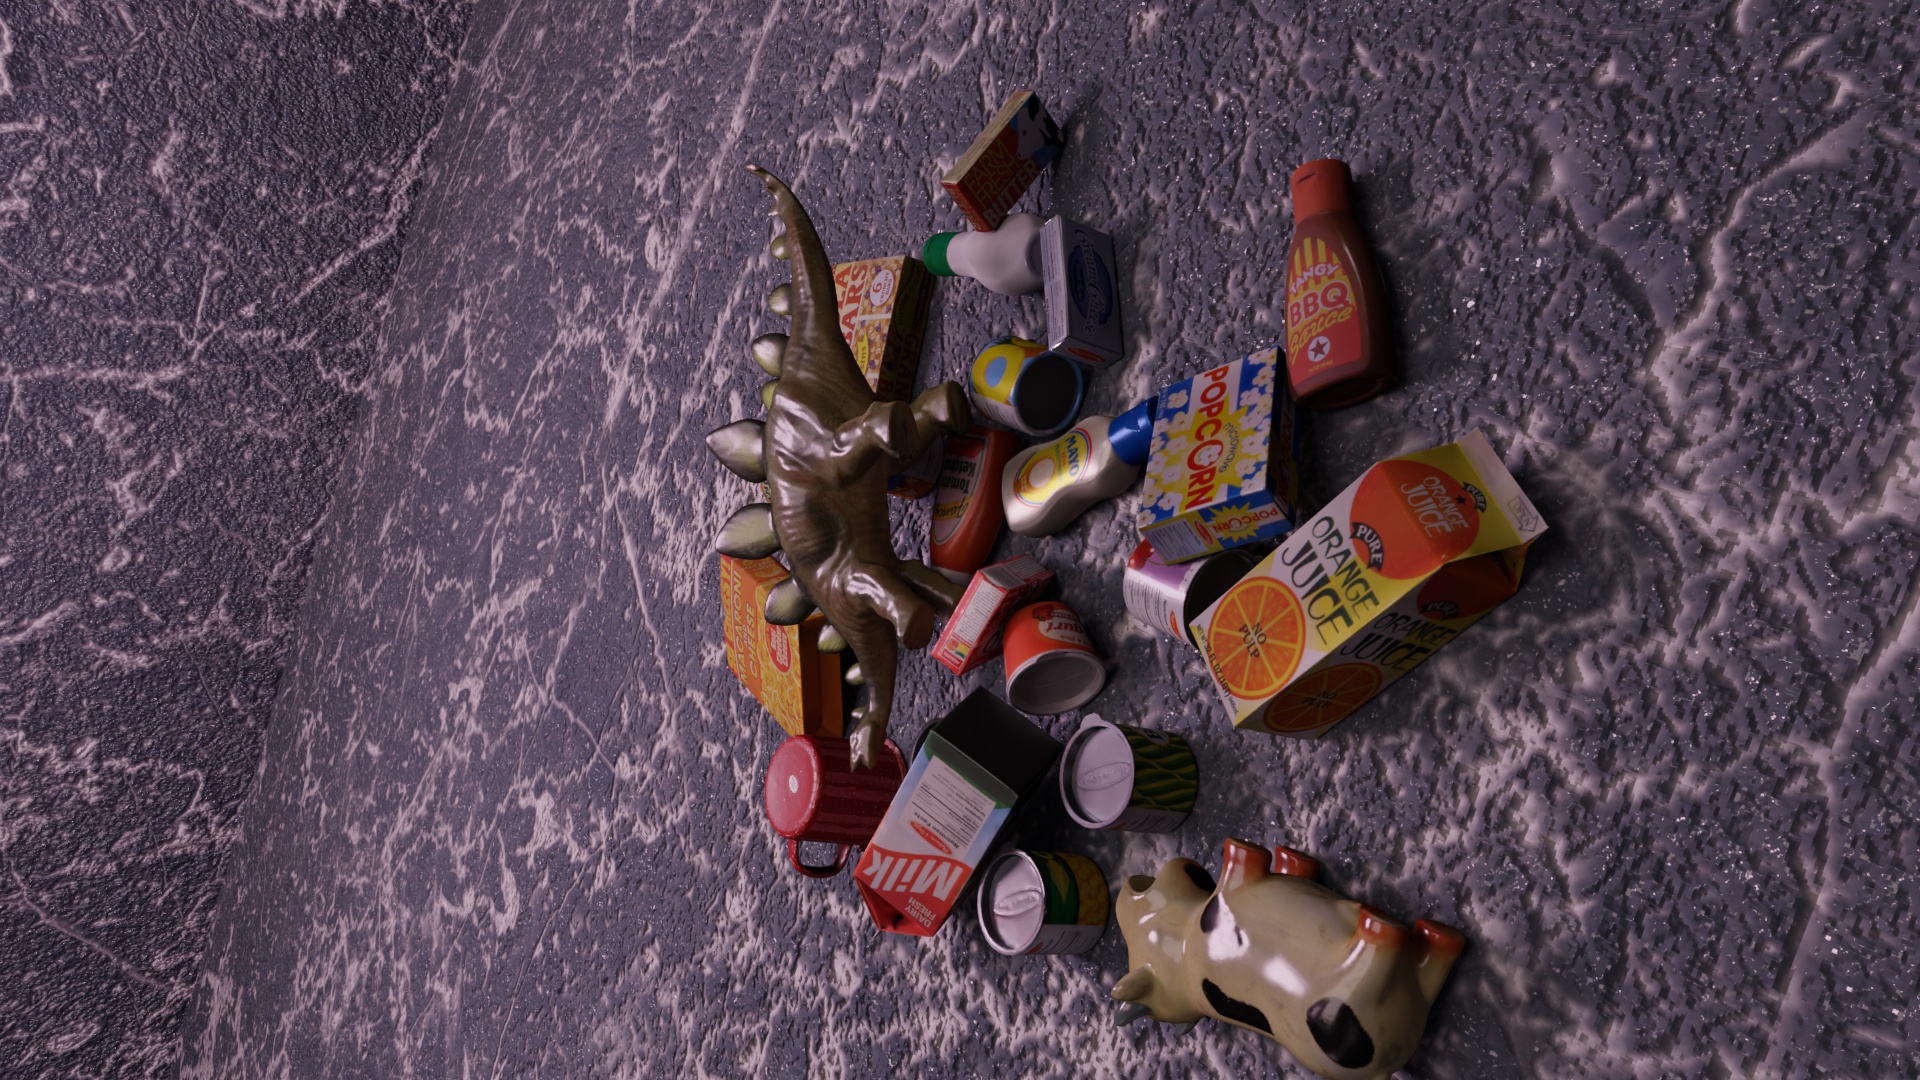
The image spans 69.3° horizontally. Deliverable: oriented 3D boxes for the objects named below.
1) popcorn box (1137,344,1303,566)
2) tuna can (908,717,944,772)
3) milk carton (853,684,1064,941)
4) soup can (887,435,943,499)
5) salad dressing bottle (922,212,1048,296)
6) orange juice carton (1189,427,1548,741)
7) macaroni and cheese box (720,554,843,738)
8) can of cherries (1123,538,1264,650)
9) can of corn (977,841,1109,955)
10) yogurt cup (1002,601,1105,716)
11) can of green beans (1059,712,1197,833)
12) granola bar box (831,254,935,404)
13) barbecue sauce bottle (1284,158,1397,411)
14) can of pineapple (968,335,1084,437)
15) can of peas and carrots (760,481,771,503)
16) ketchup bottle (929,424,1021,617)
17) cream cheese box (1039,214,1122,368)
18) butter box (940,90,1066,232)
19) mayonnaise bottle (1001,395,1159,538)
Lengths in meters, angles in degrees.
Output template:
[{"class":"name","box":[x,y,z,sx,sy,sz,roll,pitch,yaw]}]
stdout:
[{"class":"popcorn box","box":[0.158,-0.052,0.833,0.085,0.038,0.127,-18,39,33]},{"class":"tuna can","box":[-0.005,0.167,1.024,0.071,0.033,0.071,-20,63,48]},{"class":"milk carton","box":[-0.010,0.199,0.952,0.073,0.073,0.189,35,123,13]},{"class":"soup can","box":[-0.068,-0.073,1.140,0.071,0.084,0.071,-21,63,47]},{"class":"salad dressing bottle","box":[0.024,-0.228,1.108,0.148,0.044,0.064,17,87,54]},{"class":"orange juice carton","box":[0.221,0.025,0.748,0.191,0.073,0.072,-46,46,32]},{"class":"macaroni and cheese box","box":[-0.157,0.087,1.202,0.167,0.040,0.123,33,130,51]},{"class":"can of cherries","box":[0.145,0.028,0.854,0.058,0.071,0.071,25,98,53]},{"class":"can of corn","box":[0.054,0.234,0.906,0.071,0.058,0.071,-20,63,48]},{"class":"yogurt cup","box":[0.060,0.079,0.946,0.072,0.072,0.054,-49,37,31]},{"class":"can of green beans","box":[0.105,0.149,0.868,0.071,0.058,0.071,-20,63,48]},{"class":"granola bar box","box":[-0.087,-0.165,1.232,0.124,0.039,0.165,6,83,53]},{"class":"barbecue sauce bottle","box":[0.222,-0.155,0.830,0.064,0.044,0.149,-22,61,48]},{"class":"can of pineapple","box":[0.049,-0.115,1.020,0.058,0.071,0.071,26,100,52]},{"class":"can of peas and carrots","box":[-0.139,-0.052,1.236,0.059,0.071,0.071,15,91,54]},{"class":"ketchup bottle","box":[0.004,-0.013,1.063,0.065,0.043,0.148,13,89,52]},{"class":"cream cheese box","box":[0.087,-0.180,1.003,0.024,0.053,0.104,-27,58,47]},{"class":"butter box","box":[0.034,-0.294,1.076,0.104,0.053,0.024,-53,36,-14]},{"class":"mayonnaise bottle","box":[0.090,-0.054,0.968,0.147,0.041,0.065,-30,55,44]}]
